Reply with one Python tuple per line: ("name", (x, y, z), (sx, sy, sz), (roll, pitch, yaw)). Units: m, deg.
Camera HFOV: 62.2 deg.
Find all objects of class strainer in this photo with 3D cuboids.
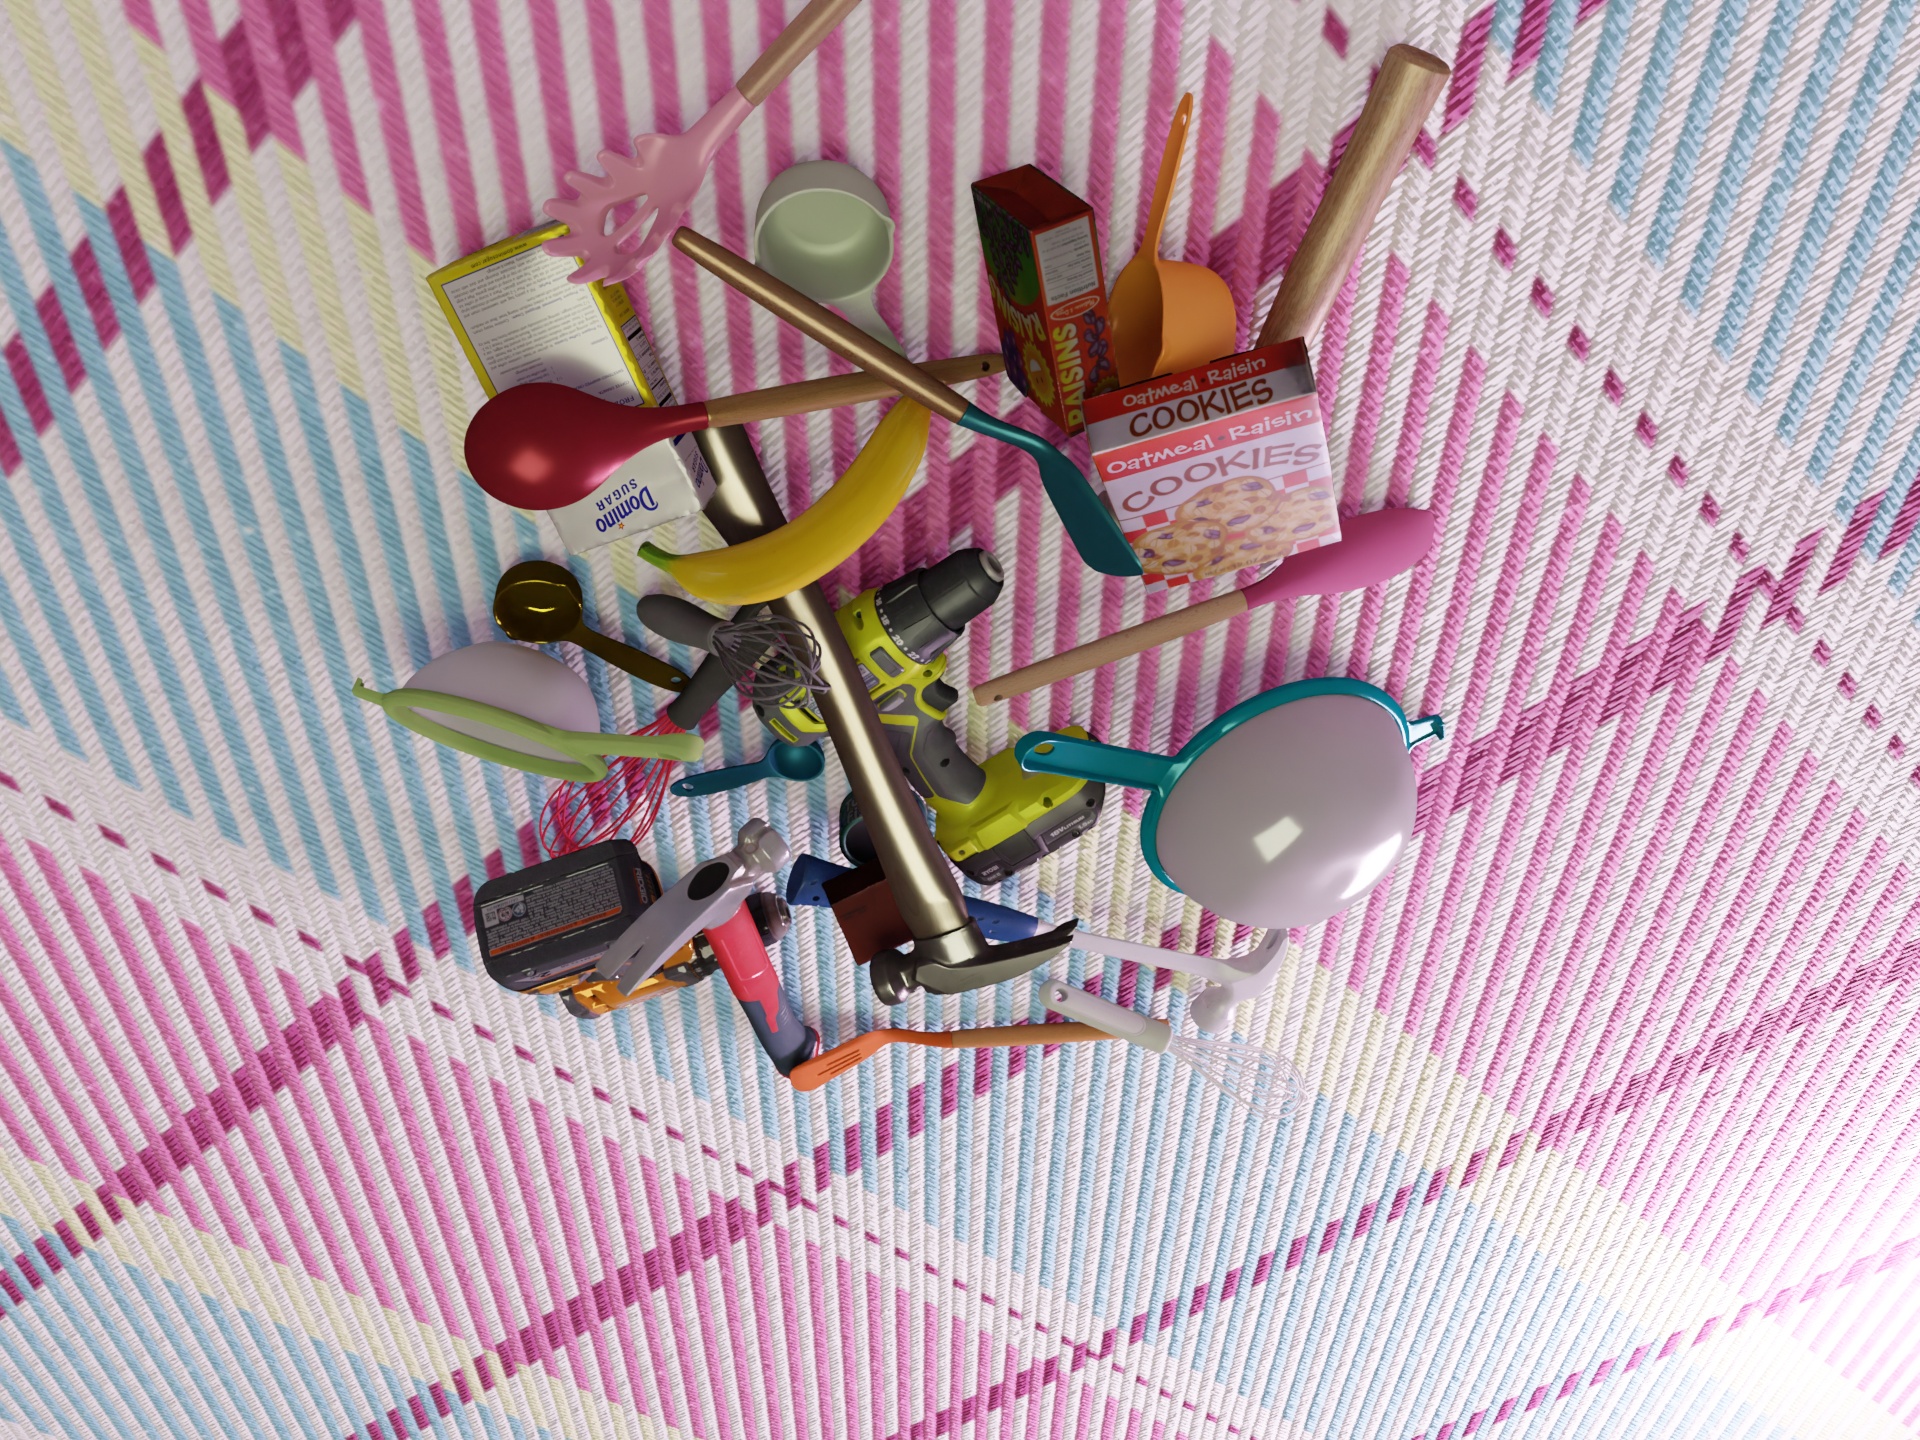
("strainer", (0.188, 0.068, 1.074), (0.340, 0.095, 0.211), (11, 125, -34))
("strainer", (-0.256, -0.012, 1.026), (0.256, 0.069, 0.151), (3, 161, 35))

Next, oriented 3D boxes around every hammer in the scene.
("hammer", (-0.164, 0.208, 1.187), (0.143, 0.038, 0.386), (-43, 157, -19))
("hammer", (-0.063, -0.006, 1.014), (0.146, 0.038, 0.410), (-18, 108, 19))
("hammer", (0.066, 0.159, 1.222), (0.405, 0.035, 0.144), (15, 133, -20))
("hammer", (0.193, -0.225, 0.929), (0.130, 0.031, 0.331), (13, 129, -12))

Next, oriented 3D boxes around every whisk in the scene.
("whisk", (0.178, 0.270, 1.324), (0.246, 0.058, 0.059), (23, 158, -5))
("whisk", (-0.204, 0.010, 1.100), (0.073, 0.073, 0.295), (30, 121, -24))
("whisk", (-0.147, -0.049, 0.966), (0.055, 0.239, 0.055), (-9, 108, -32))

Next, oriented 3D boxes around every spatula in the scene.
("spatula", (-0.025, -0.178, 0.897), (0.317, 0.082, 0.044), (29, 88, -18))
("spatula", (0.017, 0.278, 1.348), (0.322, 0.041, 0.081), (-4, 154, -1))

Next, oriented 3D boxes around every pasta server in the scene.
("pasta server", (-0.092, -0.337, 0.803), (0.316, 0.040, 0.060), (-39, 90, 19))

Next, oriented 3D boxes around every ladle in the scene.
("ladle", (-0.119, -0.176, 0.901), (0.315, 0.031, 0.069), (-14, 108, -17))

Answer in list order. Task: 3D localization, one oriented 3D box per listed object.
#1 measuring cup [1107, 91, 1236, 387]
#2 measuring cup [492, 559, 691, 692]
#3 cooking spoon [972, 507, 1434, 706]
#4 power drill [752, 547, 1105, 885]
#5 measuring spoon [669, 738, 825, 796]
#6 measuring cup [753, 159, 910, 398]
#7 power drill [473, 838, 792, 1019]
("measuring cup", (0.126, -0.253, 0.884), (0.052, 0.095, 0.173), (4, 111, -19))
("measuring cup", (-0.242, -0.060, 1.070), (0.062, 0.029, 0.156), (-36, 134, 27))
("cooking spoon", (0.159, -0.069, 1.027), (0.319, 0.017, 0.068), (-20, 140, -2))
("power drill", (-0.002, -0.003, 1.086), (0.190, 0.080, 0.228), (-32, 122, 23))
("measuring spoon", (-0.155, 0.032, 1.155), (0.128, 0.021, 0.042), (-14, 131, 22))
("measuring cup", (-0.059, -0.248, 0.907), (0.083, 0.038, 0.167), (-15, 145, 15))
("power drill", (-0.232, 0.154, 1.164), (0.185, 0.084, 0.226), (-19, 160, 2))
